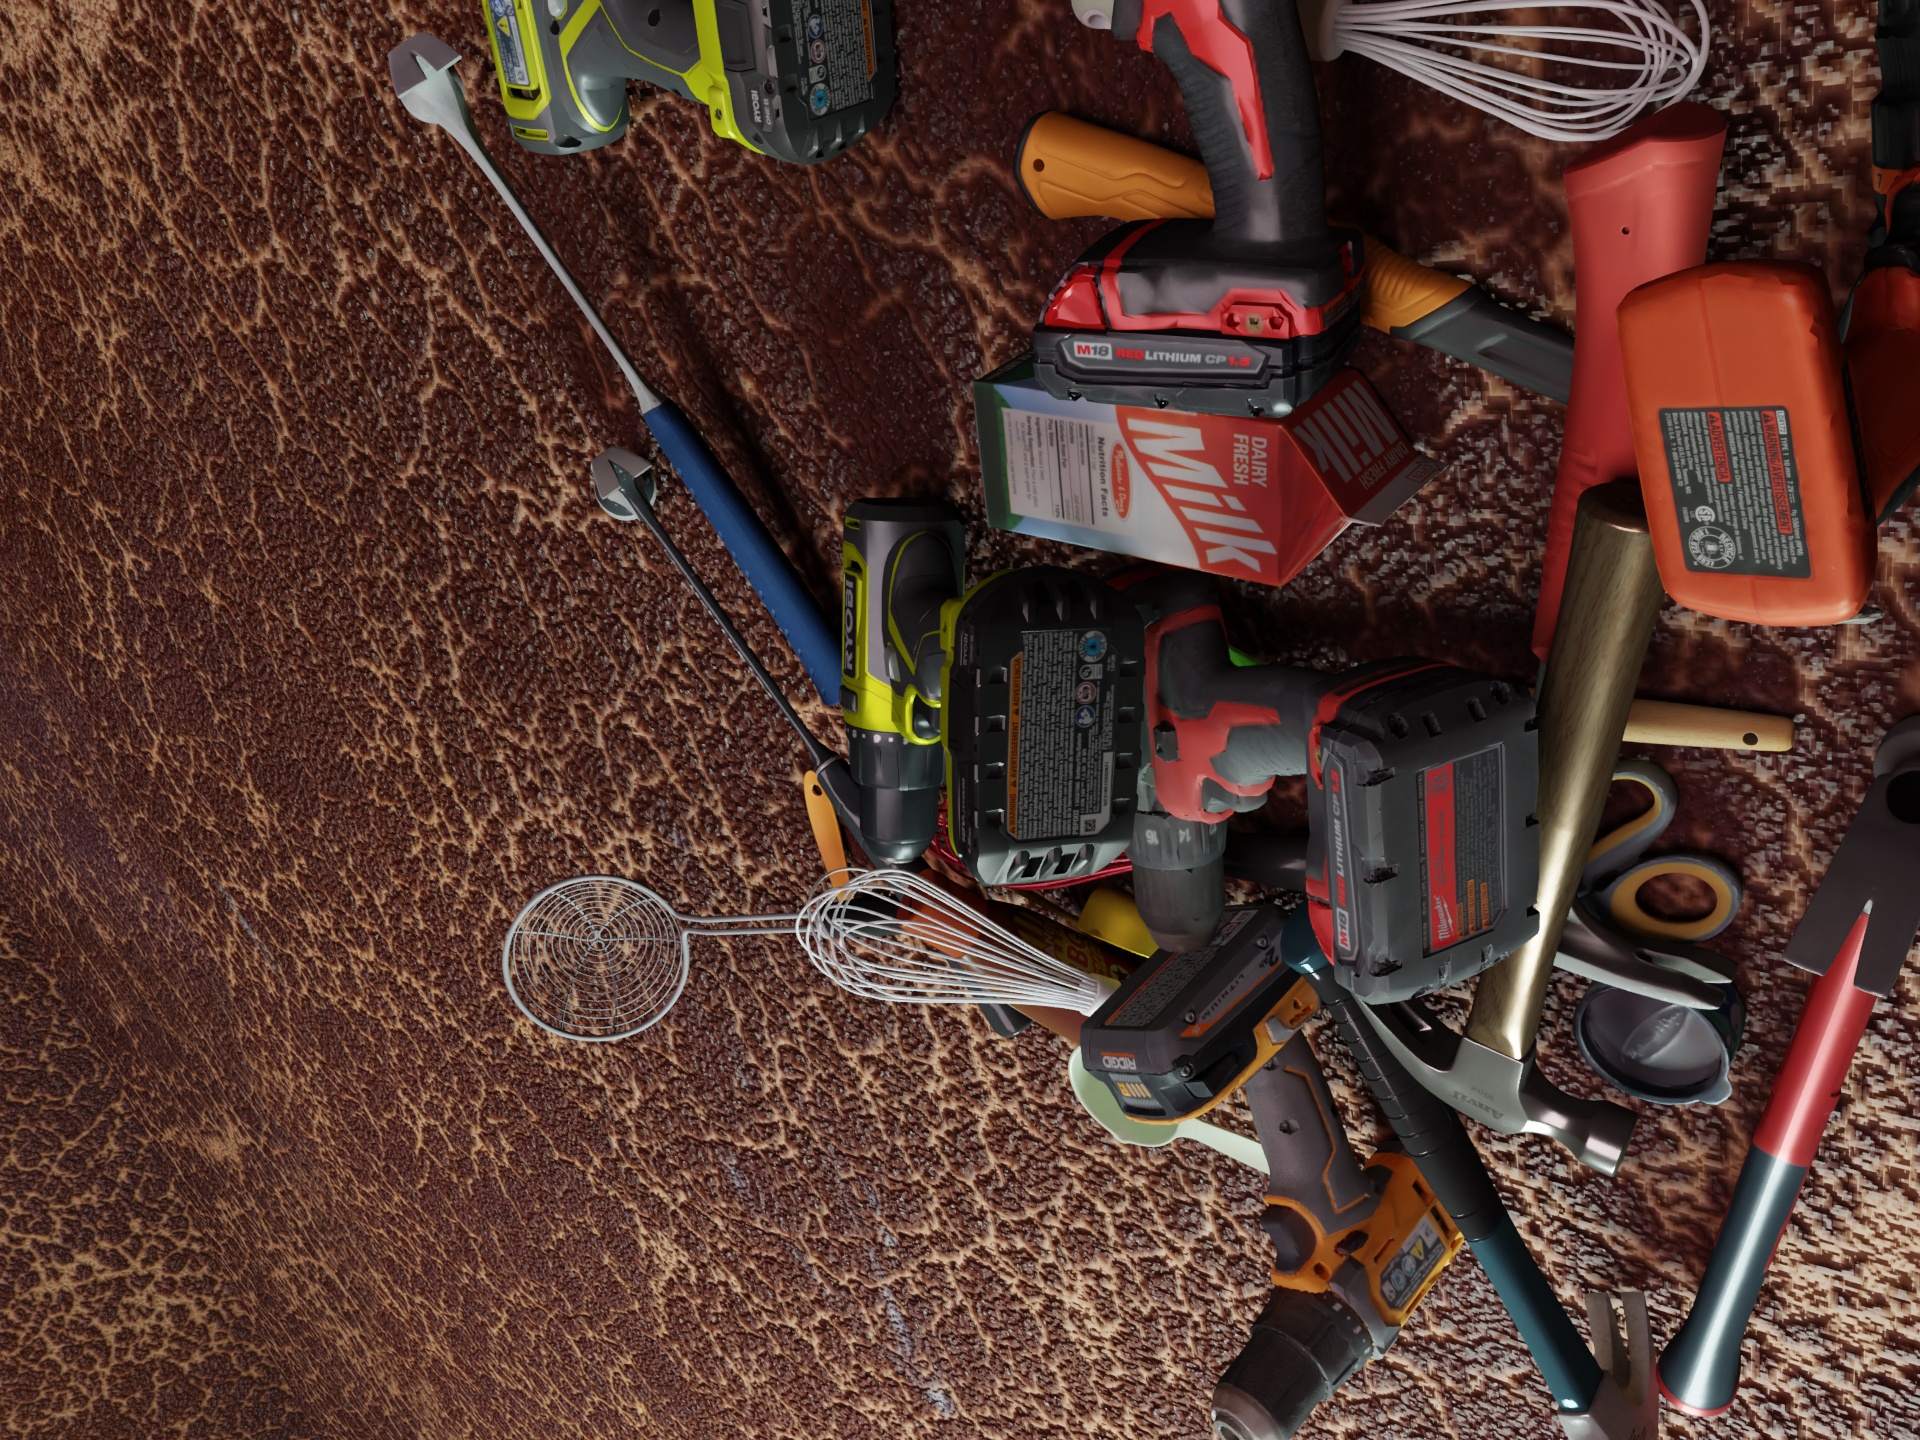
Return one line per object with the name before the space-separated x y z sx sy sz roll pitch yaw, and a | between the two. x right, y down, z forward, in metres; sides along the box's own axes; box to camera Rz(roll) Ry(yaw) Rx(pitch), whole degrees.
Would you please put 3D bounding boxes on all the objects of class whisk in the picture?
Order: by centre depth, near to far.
whisk | 0.144 -0.253 0.578 0.246 0.057 0.059 23 97 31
whisk | 0.046 0.135 0.827 0.284 0.070 0.070 20 144 -24
whisk | 0.099 0.064 0.830 0.296 0.073 0.073 5 122 32

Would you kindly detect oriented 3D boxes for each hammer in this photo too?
hammer | 0.244 -0.042 0.594 0.149 0.037 0.358 20 135 30
hammer | 0.165 -0.175 0.617 0.337 0.034 0.127 30 135 22
hammer | 0.232 0.052 0.637 0.130 0.031 0.331 21 136 28
hammer | 0.337 0.187 0.660 0.038 0.143 0.386 23 135 32
hammer | 0.247 0.232 0.770 0.033 0.128 0.331 -25 98 46
hammer | -0.170 -0.177 0.850 0.405 0.035 0.144 56 176 -19
hammer | -0.083 0.013 0.910 0.409 0.036 0.149 54 174 -5

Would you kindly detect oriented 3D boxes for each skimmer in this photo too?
skimmer | -0.150 0.151 1.047 0.363 0.090 0.127 -8 112 35

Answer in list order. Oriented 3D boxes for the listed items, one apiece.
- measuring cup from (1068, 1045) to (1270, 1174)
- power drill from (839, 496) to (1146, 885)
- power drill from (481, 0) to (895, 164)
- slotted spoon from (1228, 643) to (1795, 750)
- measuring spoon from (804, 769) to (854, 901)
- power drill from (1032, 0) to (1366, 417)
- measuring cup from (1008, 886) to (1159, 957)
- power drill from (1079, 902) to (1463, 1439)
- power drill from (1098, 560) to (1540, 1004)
measuring cup | 0.143 0.223 0.917 0.168 0.038 0.083 20 130 27
power drill | -0.001 -0.002 0.761 0.229 0.080 0.190 -151 60 -65
power drill | -0.143 -0.346 0.733 0.223 0.080 0.171 21 131 33
slotted spoon | 0.199 -0.008 0.712 0.314 0.031 0.070 7 122 36
measuring spoon | -0.081 0.083 1.032 0.021 0.011 0.116 1 115 32
power drill | 0.075 -0.227 0.561 0.143 0.078 0.219 11 127 27
measuring cup | 0.062 0.097 0.901 0.157 0.062 0.029 23 90 45
power drill | 0.151 0.230 0.797 0.084 0.185 0.226 -16 109 57
power drill | 0.132 0.040 0.671 0.227 0.080 0.187 29 130 60
